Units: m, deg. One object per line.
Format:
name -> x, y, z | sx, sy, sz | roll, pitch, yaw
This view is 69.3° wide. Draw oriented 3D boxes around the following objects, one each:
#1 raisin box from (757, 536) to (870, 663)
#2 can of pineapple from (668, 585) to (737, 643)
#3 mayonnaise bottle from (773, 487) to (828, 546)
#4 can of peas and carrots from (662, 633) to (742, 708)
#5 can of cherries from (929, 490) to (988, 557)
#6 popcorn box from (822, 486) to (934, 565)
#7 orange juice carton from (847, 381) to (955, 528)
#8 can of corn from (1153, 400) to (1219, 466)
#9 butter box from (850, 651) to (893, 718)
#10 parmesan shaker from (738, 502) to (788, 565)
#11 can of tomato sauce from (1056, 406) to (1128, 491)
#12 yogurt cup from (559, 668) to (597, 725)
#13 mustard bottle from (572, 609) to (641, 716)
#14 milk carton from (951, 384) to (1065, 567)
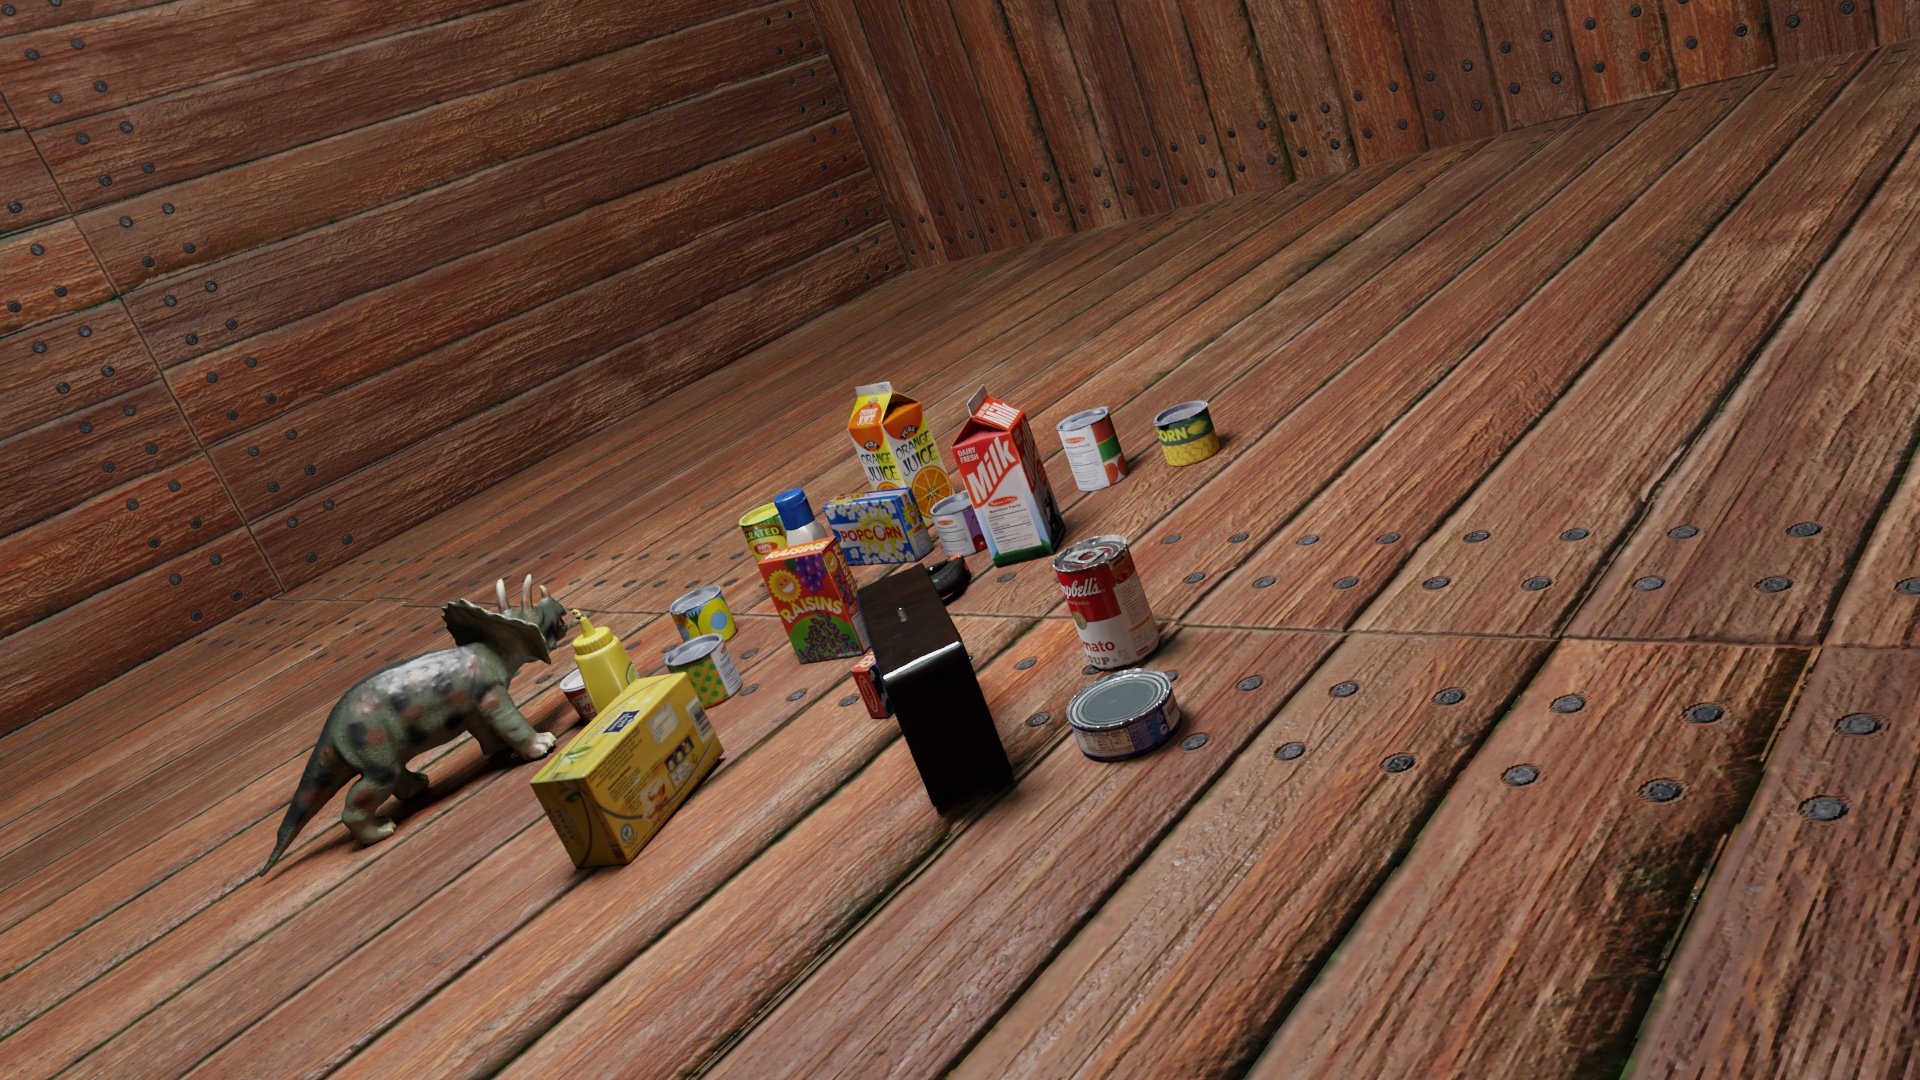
raisin box -> -0.150, 0.064, 1.464 | 0.086, 0.123, 0.040 | -11, 20, 29
can of pineapple -> -0.307, 0.094, 1.655 | 0.071, 0.057, 0.071 | -19, 18, 6
mayonnaise bottle -> -0.170, 0.013, 1.593 | 0.041, 0.147, 0.065 | -16, 18, 16
can of peas and carrots -> -0.277, 0.141, 1.485 | 0.071, 0.058, 0.071 | -19, 18, 6
can of cherries -> 0.006, -0.021, 1.640 | 0.071, 0.058, 0.072 | -19, 18, 6
popcorn box -> -0.101, -0.016, 1.702 | 0.126, 0.085, 0.038 | -4, 24, 42
orange juice carton -> -0.079, -0.112, 1.780 | 0.073, 0.192, 0.071 | -34, 22, -36
can of corn -> 0.268, -0.126, 1.656 | 0.071, 0.058, 0.071 | -19, 18, 6
butter box -> -0.059, 0.119, 1.319 | 0.024, 0.053, 0.104 | -7, 23, 38
parmesan shaker -> -0.224, 0.010, 1.732 | 0.071, 0.102, 0.071 | -19, 18, 6
can of tomato sauce -> 0.162, -0.111, 1.689 | 0.071, 0.083, 0.071 | -19, 18, 6
yogurt cup -> -0.405, 0.170, 1.550 | 0.072, 0.053, 0.072 | -19, 18, 6
mustard bottle -> -0.355, 0.140, 1.412 | 0.049, 0.159, 0.065 | -20, 18, 3
milk carton -> 0.048, -0.075, 1.537 | 0.073, 0.190, 0.073 | -14, 19, 21
